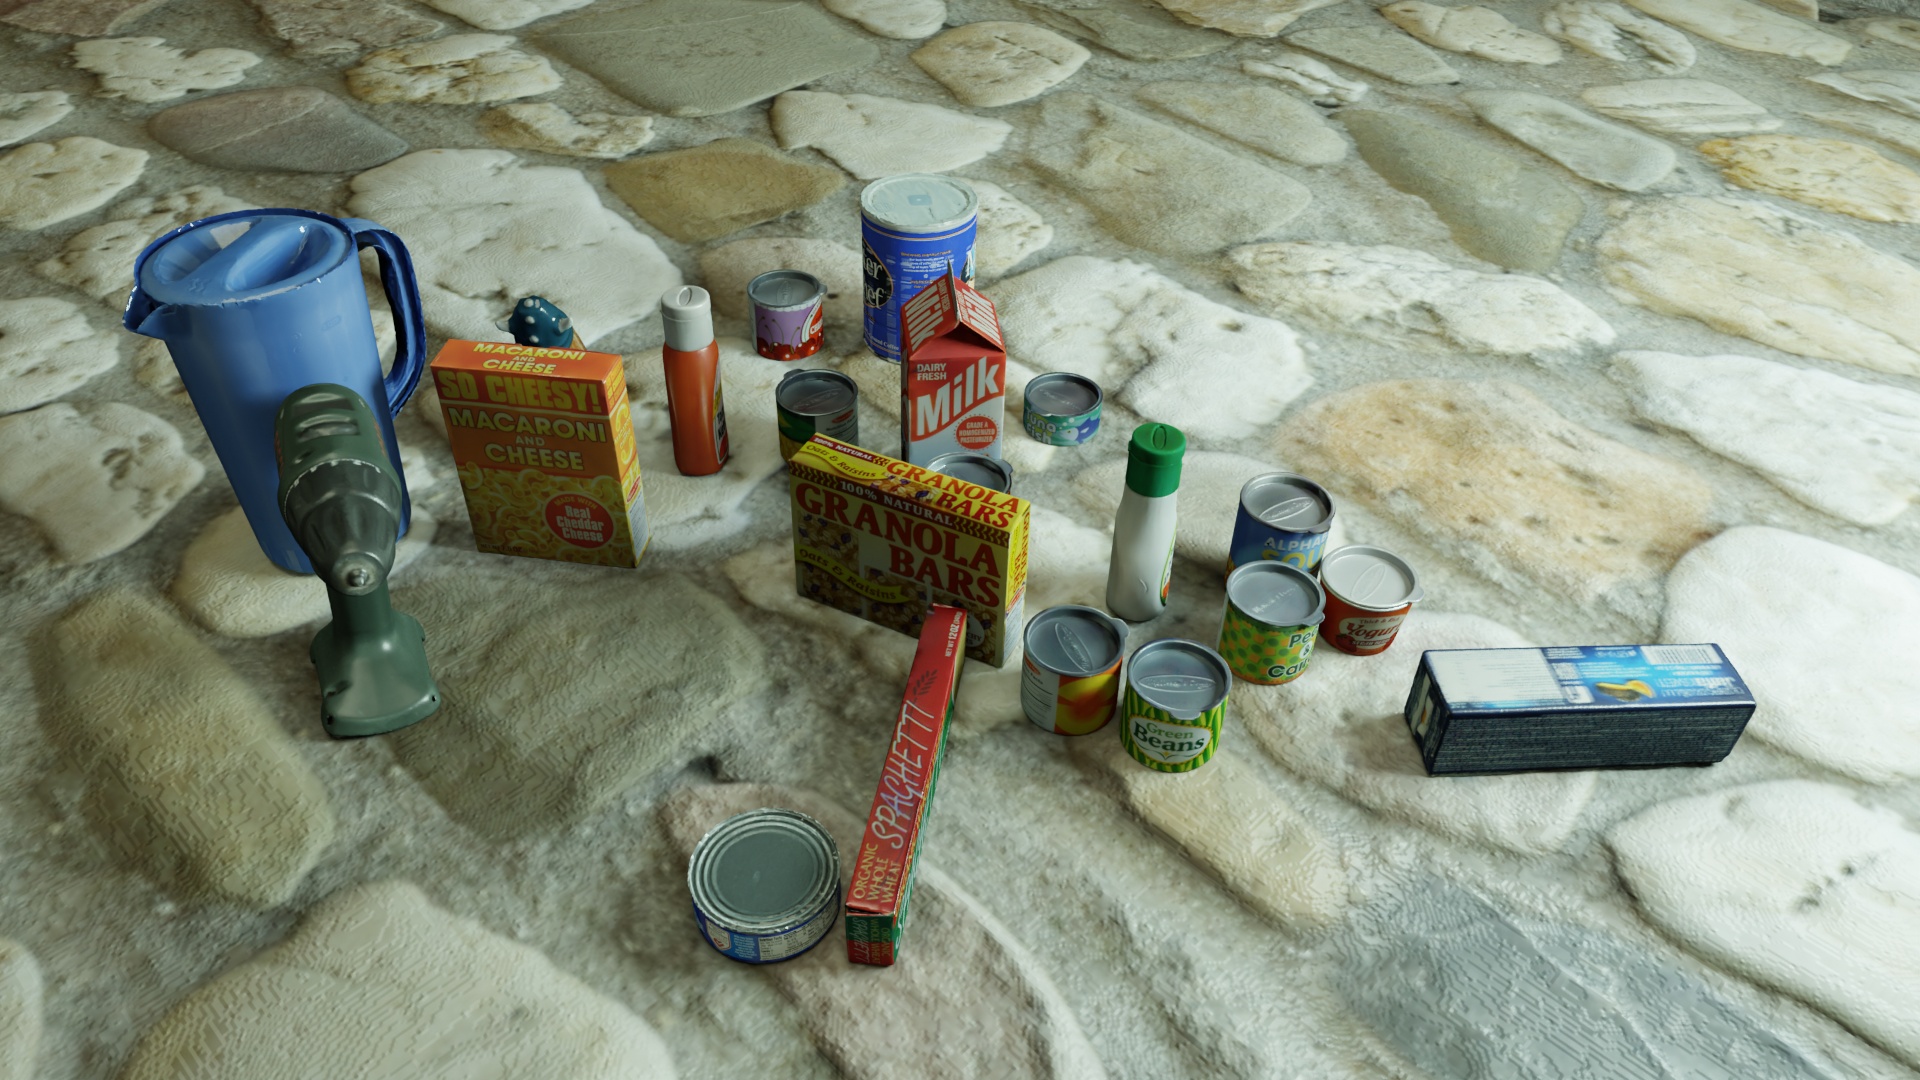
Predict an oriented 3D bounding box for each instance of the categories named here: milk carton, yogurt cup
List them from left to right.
[{"bbox_3d":[-0.007,-0.113,1.045,0.073,0.189,0.073,-3,40,-6],"label":"milk carton"},{"bbox_3d":[0.282,0.043,0.974,0.072,0.053,0.073,1,40,-1],"label":"yogurt cup"}]

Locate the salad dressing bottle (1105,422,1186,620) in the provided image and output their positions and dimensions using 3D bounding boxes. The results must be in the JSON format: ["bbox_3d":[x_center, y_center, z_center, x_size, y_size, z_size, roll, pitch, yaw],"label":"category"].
[{"bbox_3d":[0.129,-0.012,0.962,0.044,0.146,0.064,7,40,6],"label":"salad dressing bottle"}]

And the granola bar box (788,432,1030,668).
[{"bbox_3d":[-0.035,0.006,0.952,0.166,0.123,0.039,19,43,19],"label":"granola bar box"}]

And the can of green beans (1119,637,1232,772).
[{"bbox_3d":[0.137,0.106,0.891,0.071,0.057,0.071,1,40,-1],"label":"can of green beans"}]

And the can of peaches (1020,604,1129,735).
[{"bbox_3d":[0.075,0.085,0.913,0.071,0.057,0.071,1,40,-1],"label":"can of peaches"}]

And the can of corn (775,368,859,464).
[{"bbox_3d":[-0.117,-0.098,1.126,0.071,0.058,0.071,1,40,-1],"label":"can of corn"}]

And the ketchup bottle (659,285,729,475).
[{"bbox_3d":[-0.209,-0.126,1.085,0.043,0.148,0.065,-1,40,-3],"label":"ketchup bottle"}]

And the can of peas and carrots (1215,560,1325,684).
[{"bbox_3d":[0.213,0.057,0.951,0.071,0.058,0.071,1,40,-1],"label":"can of peas and carrots"}]

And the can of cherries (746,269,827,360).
[{"bbox_3d":[-0.154,-0.202,1.249,0.071,0.058,0.072,1,40,-1],"label":"can of cherries"}]

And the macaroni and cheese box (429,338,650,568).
[{"bbox_3d":[-0.295,-0.060,0.989,0.124,0.165,0.040,6,40,5],"label":"macaroni and cheese box"}]

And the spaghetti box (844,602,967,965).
[{"bbox_3d":[-0.030,0.140,0.849,0.029,0.049,0.251,7,40,6],"label":"spaghetti box"}]

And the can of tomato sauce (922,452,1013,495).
[{"bbox_3d":[0.004,-0.013,1.008,0.071,0.082,0.071,1,40,-1],"label":"can of tomato sauce"}]

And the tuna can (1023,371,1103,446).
[{"bbox_3d":[0.084,-0.109,1.167,0.071,0.032,0.071,1,40,-1],"label":"tuna can"}]

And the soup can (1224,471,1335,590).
[{"bbox_3d":[0.229,0.005,0.995,0.071,0.083,0.072,1,40,-1],"label":"soup can"}]
